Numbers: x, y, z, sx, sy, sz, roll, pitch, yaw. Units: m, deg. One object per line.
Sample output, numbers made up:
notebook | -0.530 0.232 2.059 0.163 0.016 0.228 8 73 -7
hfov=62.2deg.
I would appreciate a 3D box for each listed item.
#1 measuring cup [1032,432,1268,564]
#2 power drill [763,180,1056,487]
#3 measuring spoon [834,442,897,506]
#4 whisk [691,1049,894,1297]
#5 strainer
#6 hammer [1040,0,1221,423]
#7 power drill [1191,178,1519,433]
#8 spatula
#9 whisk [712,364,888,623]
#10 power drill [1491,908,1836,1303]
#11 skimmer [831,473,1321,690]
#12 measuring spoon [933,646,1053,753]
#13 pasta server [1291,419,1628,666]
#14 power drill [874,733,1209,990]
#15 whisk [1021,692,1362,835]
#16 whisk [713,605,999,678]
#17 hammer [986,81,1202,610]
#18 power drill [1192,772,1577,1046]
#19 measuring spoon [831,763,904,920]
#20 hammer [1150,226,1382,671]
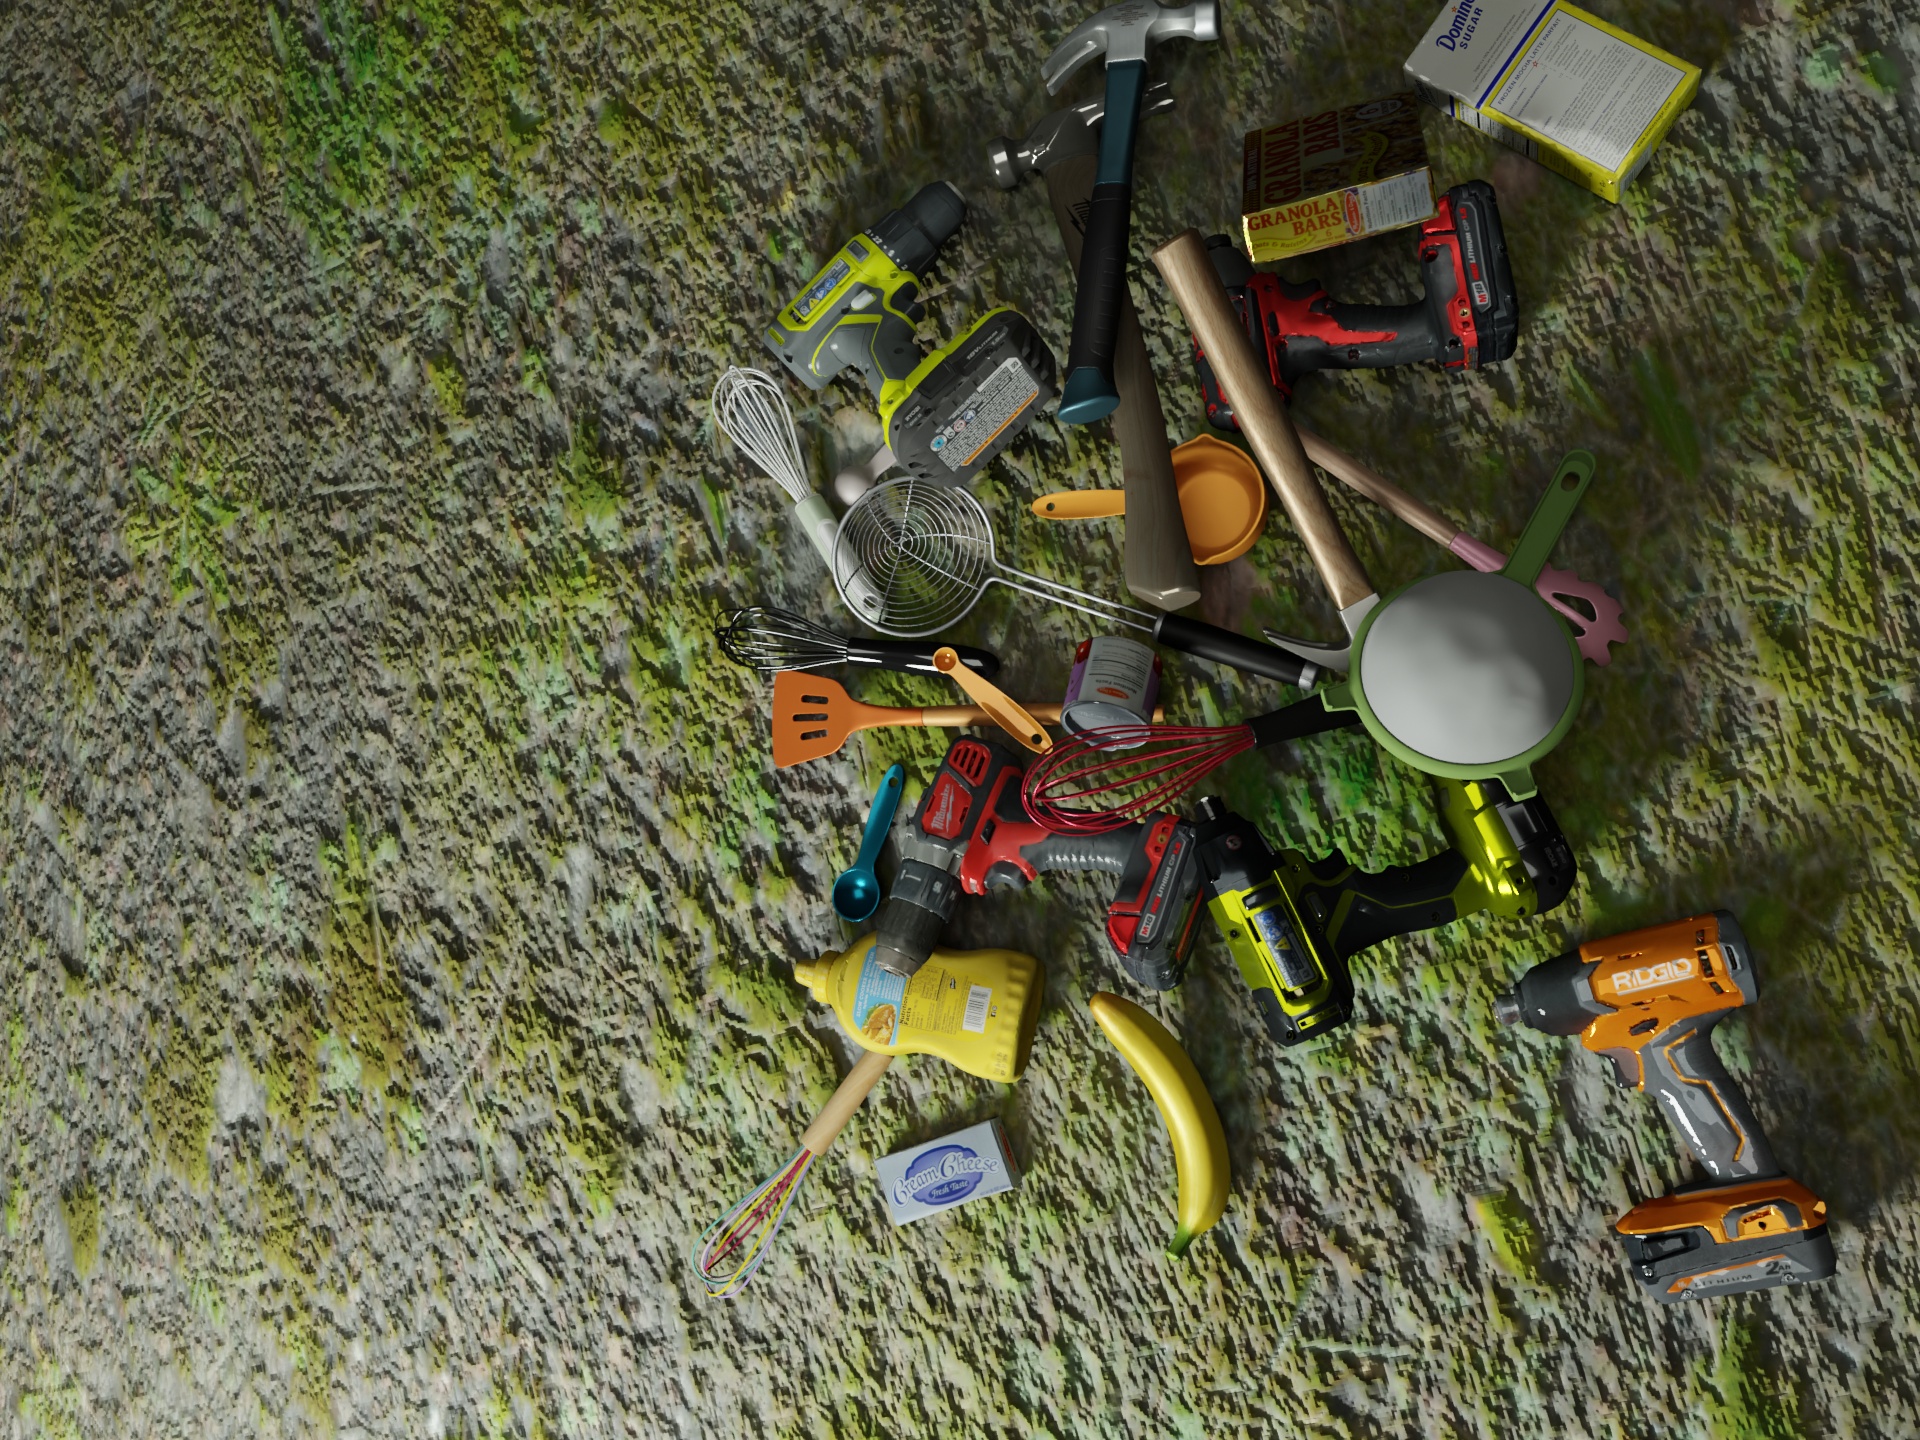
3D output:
measuring cup | 0.142 -0.158 1.179 0.173 0.052 0.095 0 87 20
power drill | -0.030 -0.299 1.205 0.190 0.080 0.229 -44 53 6
measuring spoon | -0.054 -0.218 1.265 0.124 0.018 0.034 -42 75 11
whisk | -0.131 0.348 1.246 0.051 0.047 0.245 36 94 5
strainer | 0.358 -0.085 1.043 0.151 0.069 0.256 28 77 20
hammer | 0.110 -0.373 1.156 0.128 0.033 0.331 3 77 19
power drill | 0.271 -0.297 1.125 0.219 0.078 0.143 -11 80 16
spatula | -0.002 -0.004 1.234 0.322 0.041 0.081 0 86 14
whisk | -0.126 -0.182 1.274 0.058 0.059 0.246 -29 81 -13
power drill | 0.454 0.251 1.035 0.164 0.084 0.227 -17 77 18
skimmer | 0.083 -0.084 1.172 0.363 0.090 0.127 20 106 18
measuring spoon | 0.025 -0.014 1.204 0.117 0.011 0.021 41 93 10
pasta server | 0.329 -0.142 1.130 0.316 0.040 0.060 39 99 21
power drill | 0.057 0.124 1.155 0.227 0.080 0.188 18 73 21
whisk | 0.183 0.015 1.107 0.296 0.073 0.073 -16 81 -8
whisk | -0.085 -0.057 1.252 0.239 0.055 0.055 7 89 15
hammer | 0.126 -0.277 1.163 0.146 0.038 0.411 -16 71 16
power drill | 0.276 0.096 1.067 0.223 0.080 0.171 -24 79 -4
measuring spoon | -0.065 0.097 1.254 0.042 0.021 0.128 15 82 26
hammer | 0.220 -0.181 1.098 0.130 0.031 0.331 -28 101 10
